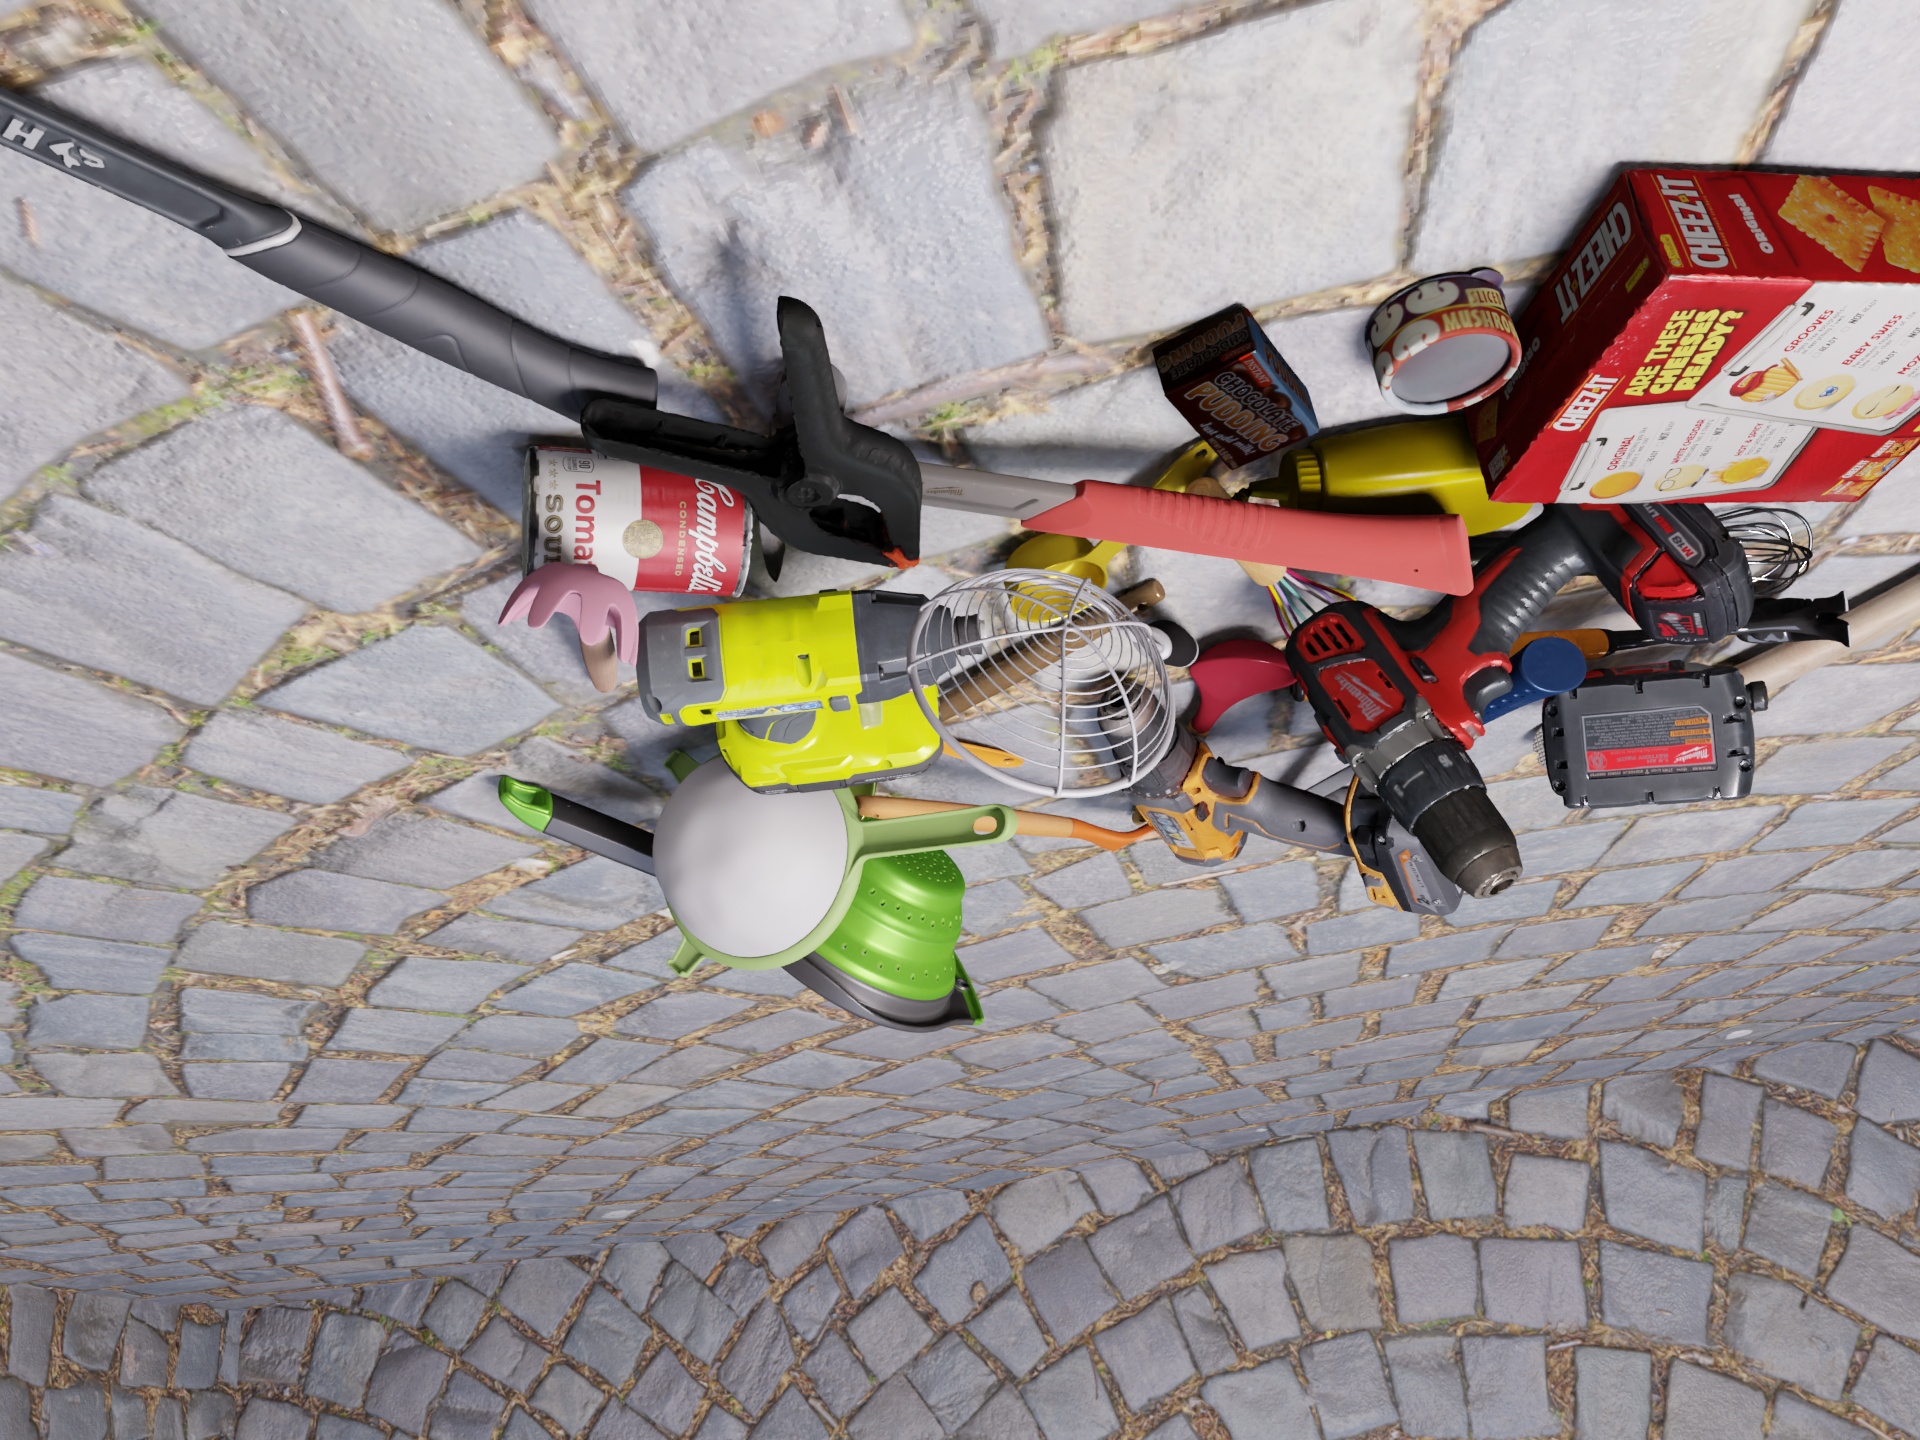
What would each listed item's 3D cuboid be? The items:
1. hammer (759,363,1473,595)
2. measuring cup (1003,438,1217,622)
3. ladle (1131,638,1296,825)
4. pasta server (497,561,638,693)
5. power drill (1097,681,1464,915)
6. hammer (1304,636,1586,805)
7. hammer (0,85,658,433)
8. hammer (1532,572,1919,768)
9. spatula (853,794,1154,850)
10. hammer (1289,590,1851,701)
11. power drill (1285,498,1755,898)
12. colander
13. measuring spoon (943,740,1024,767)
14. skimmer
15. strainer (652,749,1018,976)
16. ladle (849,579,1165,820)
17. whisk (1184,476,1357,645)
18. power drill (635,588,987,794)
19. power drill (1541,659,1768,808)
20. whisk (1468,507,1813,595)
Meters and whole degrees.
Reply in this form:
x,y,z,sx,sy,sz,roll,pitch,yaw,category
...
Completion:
x,y,z,sx,sy,sz,roll,pitch,yaw,category
0.080,-0.098,0.796,0.359,0.037,0.149,7,152,-7,hammer
0.082,-0.110,0.863,0.062,0.029,0.156,12,137,-43,measuring cup
0.166,0.015,1.135,0.069,0.031,0.315,10,154,-5,ladle
-0.187,-0.034,0.805,0.060,0.040,0.316,17,170,-8,pasta server
0.206,0.044,1.042,0.226,0.084,0.185,9,152,36,power drill
0.291,0.023,1.097,0.144,0.035,0.405,0,164,-13,hammer
-0.279,-0.183,0.582,0.149,0.036,0.408,-26,150,35,hammer
0.610,-0.053,1.115,0.146,0.038,0.410,8,150,-33,hammer
0.056,0.066,1.131,0.322,0.041,0.081,9,150,-38,spatula
0.383,-0.046,1.026,0.337,0.034,0.127,-7,-178,5,hammer
0.310,-0.029,0.862,0.226,0.188,0.080,-35,147,13,power drill
-0.130,0.097,1.138,0.396,0.205,0.094,26,106,-26,colander
0.005,0.018,1.118,0.021,0.011,0.116,-28,152,35,measuring spoon
0.074,-0.021,0.841,0.090,0.127,0.363,-53,168,10,skimmer
-0.093,0.074,0.988,0.256,0.151,0.069,-9,166,23,strainer
-0.002,-0.003,1.017,0.320,0.062,0.078,-28,135,31,ladle
0.187,-0.083,0.922,0.047,0.051,0.244,-41,144,13,whisk
-0.072,-0.017,0.873,0.171,0.080,0.223,-6,169,-1,power drill
0.454,-0.001,1.038,0.143,0.078,0.219,-6,-175,23,power drill
0.394,-0.100,0.951,0.246,0.058,0.059,-1,119,-8,whisk
